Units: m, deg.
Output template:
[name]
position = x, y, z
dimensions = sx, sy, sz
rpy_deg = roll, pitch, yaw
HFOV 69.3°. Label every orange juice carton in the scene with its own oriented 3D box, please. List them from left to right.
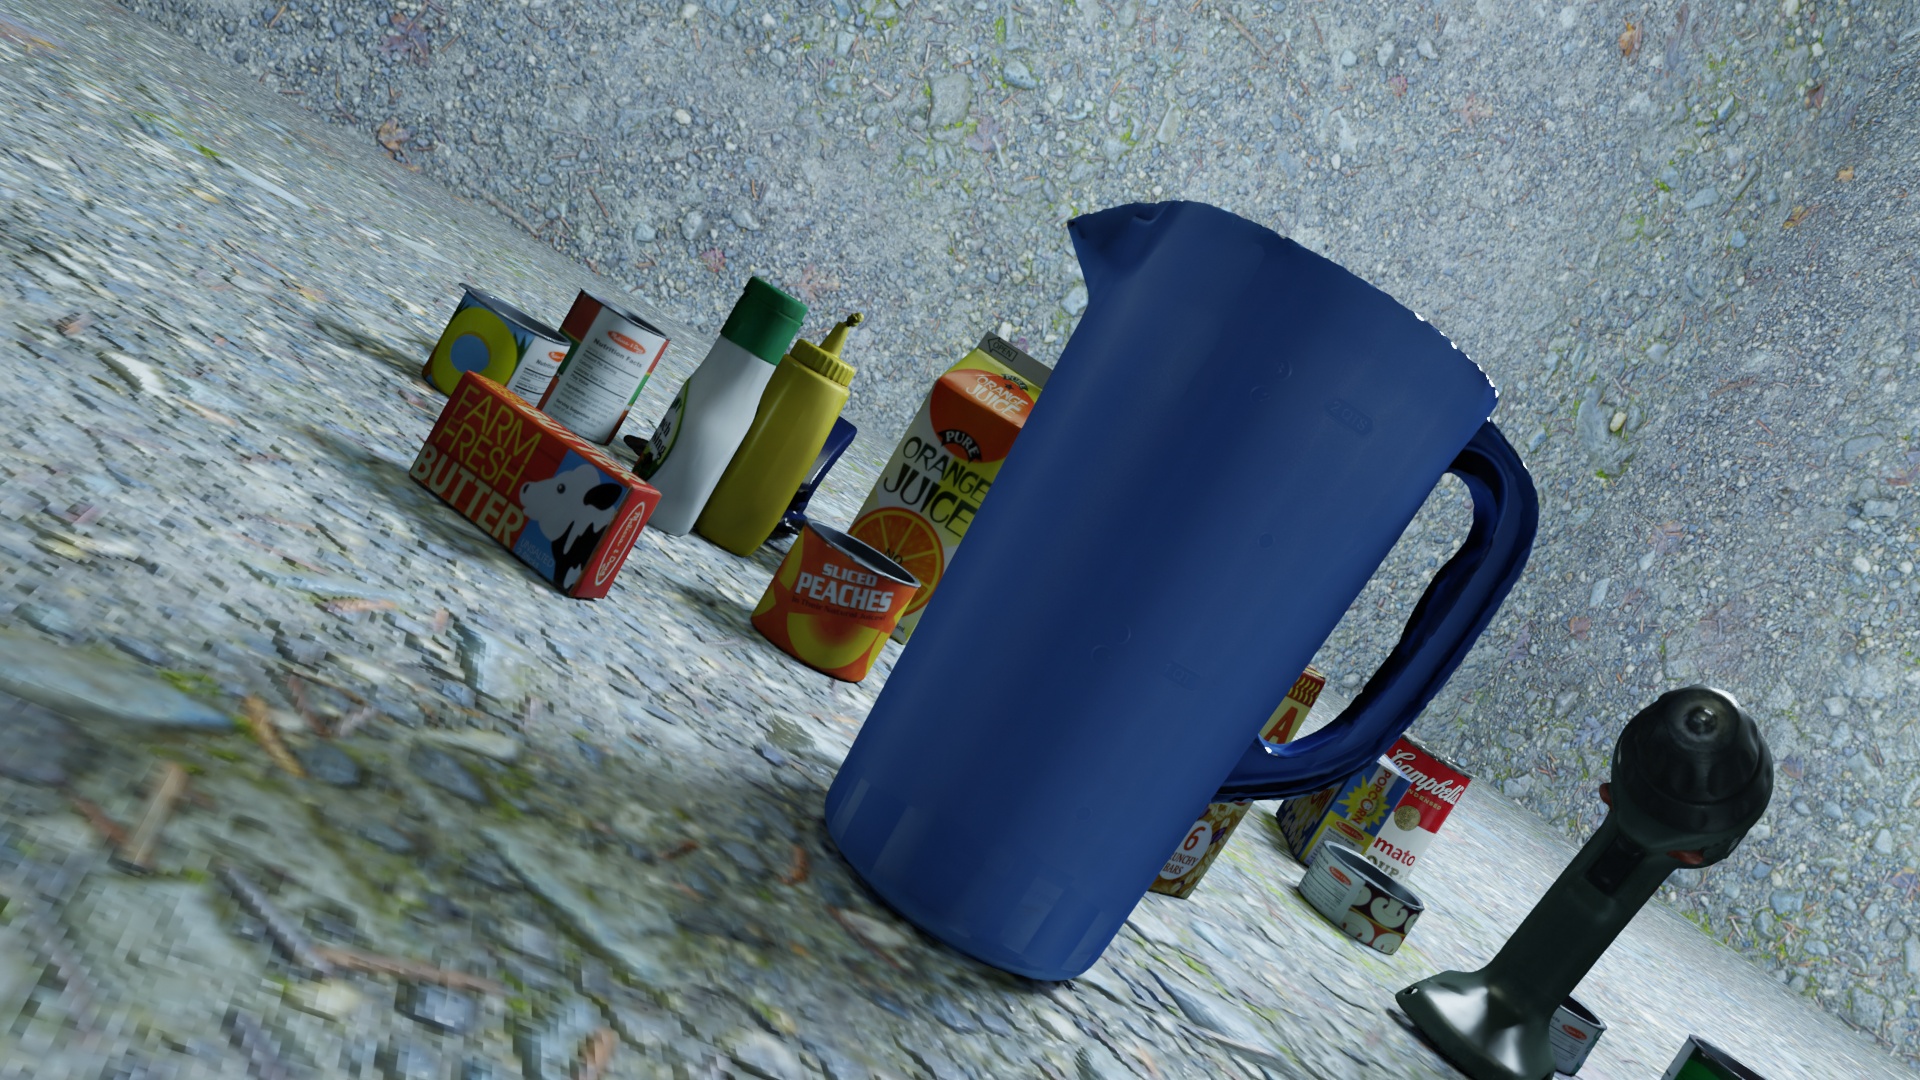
[orange juice carton]
position = -0.003, -0.033, 0.877
dimensions = 0.072, 0.192, 0.073
rpy_deg = 32, 5, 16

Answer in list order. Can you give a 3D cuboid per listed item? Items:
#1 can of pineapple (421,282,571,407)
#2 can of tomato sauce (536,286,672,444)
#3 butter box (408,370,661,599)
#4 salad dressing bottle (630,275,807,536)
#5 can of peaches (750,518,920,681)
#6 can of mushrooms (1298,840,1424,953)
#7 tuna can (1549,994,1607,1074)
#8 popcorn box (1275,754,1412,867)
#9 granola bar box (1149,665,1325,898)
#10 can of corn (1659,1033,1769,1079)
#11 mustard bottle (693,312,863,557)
[can of pineapple]
position = -0.272, -0.107, 0.811
dimensions = 0.071, 0.058, 0.071
rpy_deg = 31, 5, -3
[can of tomato sauce]
position = -0.240, -0.115, 0.916
dimensions = 0.071, 0.083, 0.071
rpy_deg = 31, 5, -3
[butter box]
position = -0.179, -0.024, 0.578
dimensions = 0.103, 0.053, 0.024
rpy_deg = 33, 5, 21
[salad dressing bottle]
position = -0.137, -0.075, 0.775
dimensions = 0.044, 0.147, 0.064
rpy_deg = 29, 5, -22
[can of peaches]
position = -0.062, 0.030, 0.691
dimensions = 0.071, 0.058, 0.071
rpy_deg = 31, 5, -3
[can of mushrooms]
position = 0.235, 0.209, 0.811
dimensions = 0.071, 0.033, 0.071
rpy_deg = 31, 5, -3
[tuna can]
position = 0.323, 0.265, 0.781
dimensions = 0.071, 0.033, 0.071
rpy_deg = 31, 5, -3
[popcorn box]
position = 0.261, 0.178, 0.958
dimensions = 0.038, 0.085, 0.127
rpy_deg = 31, 5, 4
[granola bar box]
position = 0.077, 0.084, 0.601
dimensions = 0.165, 0.124, 0.039
rpy_deg = 26, 7, -45
[can of corn]
position = 0.388, 0.297, 0.703
dimensions = 0.071, 0.058, 0.071
rpy_deg = 31, 5, -3
[mustard bottle]
position = -0.104, -0.069, 0.828
dimensions = 0.049, 0.160, 0.065
rpy_deg = 29, 5, -19
